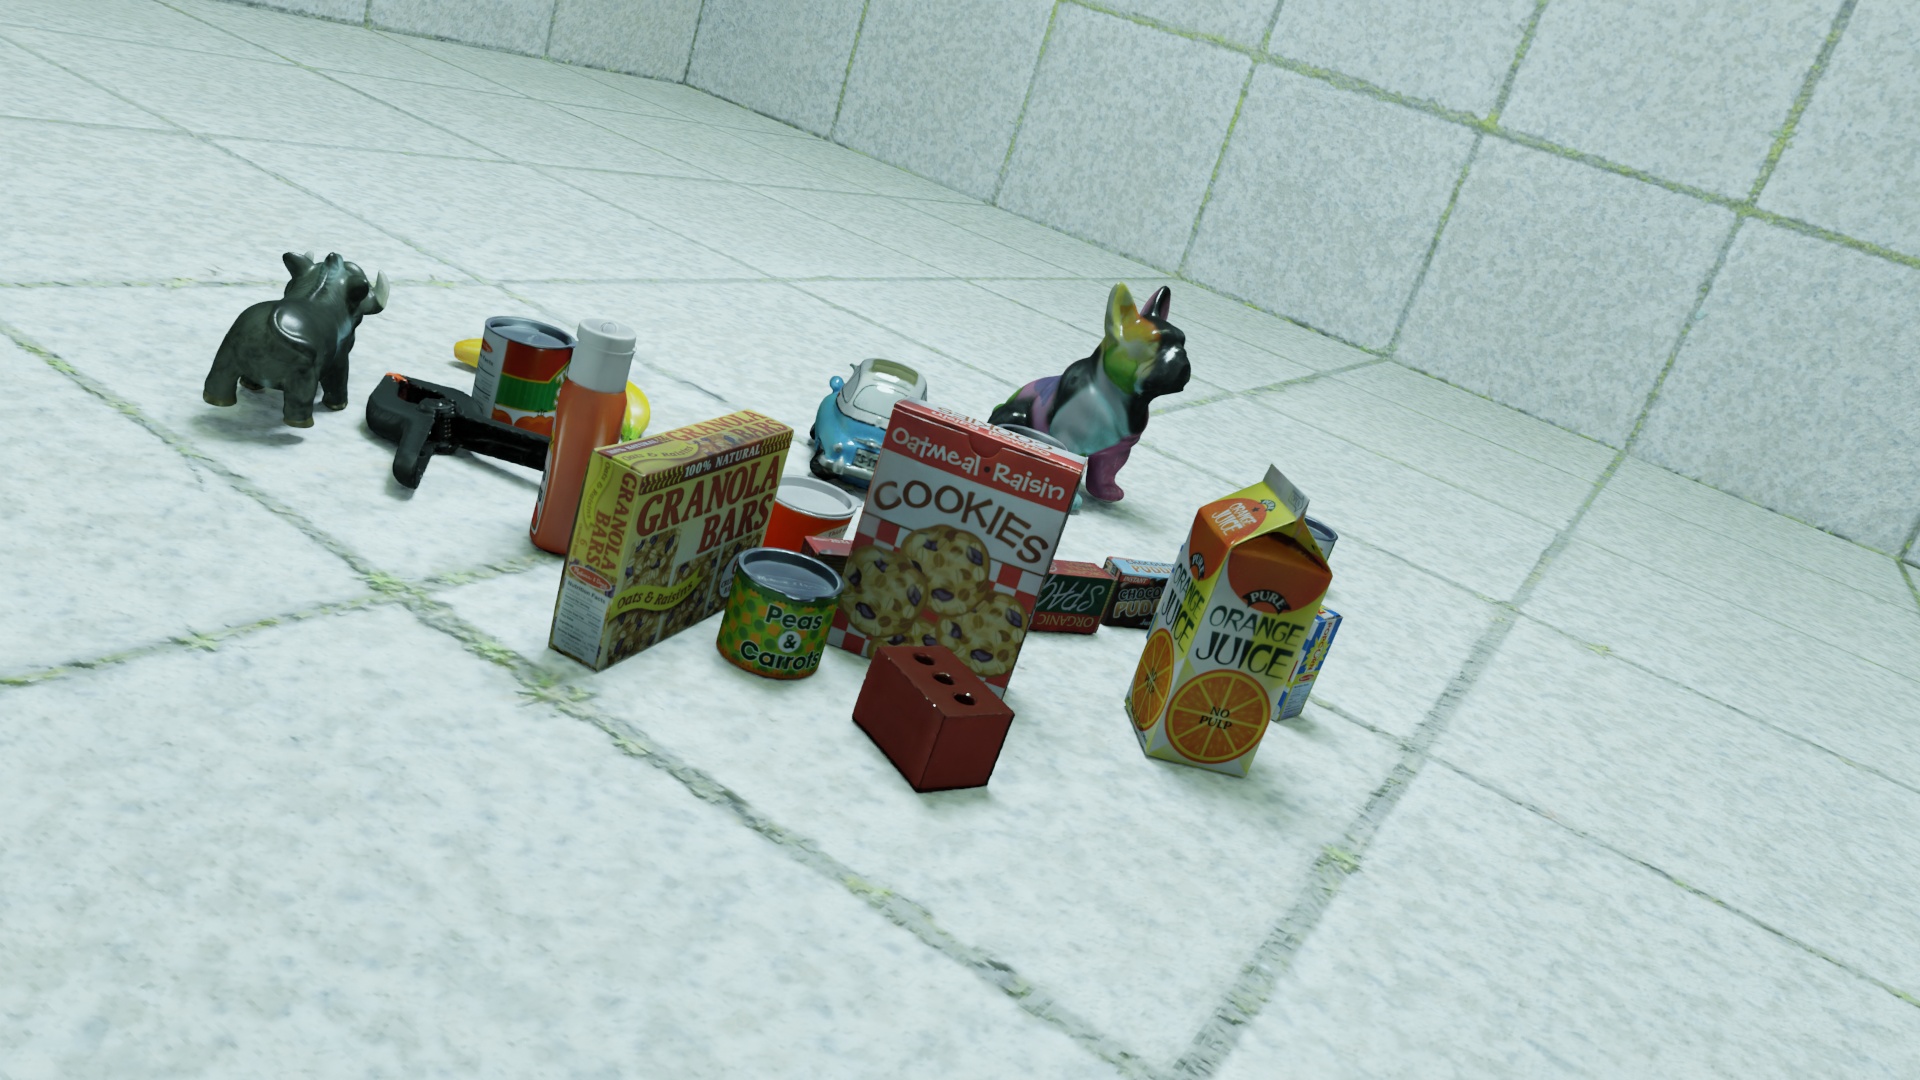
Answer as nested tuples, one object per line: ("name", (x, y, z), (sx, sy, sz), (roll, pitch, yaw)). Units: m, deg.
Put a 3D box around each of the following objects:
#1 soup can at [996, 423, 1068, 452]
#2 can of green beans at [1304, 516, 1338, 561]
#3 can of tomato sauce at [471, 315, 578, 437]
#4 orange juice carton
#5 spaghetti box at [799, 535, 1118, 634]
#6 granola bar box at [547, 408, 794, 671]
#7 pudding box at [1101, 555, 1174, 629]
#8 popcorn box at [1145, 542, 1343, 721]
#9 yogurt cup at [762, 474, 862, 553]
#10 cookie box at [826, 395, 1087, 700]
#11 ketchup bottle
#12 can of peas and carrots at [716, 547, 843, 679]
("soup can", (0.047, -0.049, 1.195), (0.071, 0.083, 0.071), (16, 20, -6))
("can of green beans", (0.314, 0.011, 1.309), (0.071, 0.057, 0.071), (16, 20, -6))
("can of tomato sauce", (-0.331, -0.119, 1.051), (0.071, 0.082, 0.071), (16, 20, -6))
("orange juice carton", (0.176, 0.048, 0.892), (0.073, 0.192, 0.072), (14, 20, -12))
("spaghetti box", (0.000, 0.034, 0.984), (0.250, 0.050, 0.029), (6, 23, -32))
("granola bar box", (-0.170, -0.006, 0.832), (0.039, 0.123, 0.166), (24, 20, 16))
("pudding box", (0.147, 0.042, 1.092), (0.084, 0.049, 0.030), (7, 22, -28))
("popcorn box", (0.208, 0.065, 1.033), (0.127, 0.085, 0.038), (33, 24, 35))
("yogurt cup", (-0.113, -0.010, 0.996), (0.072, 0.053, 0.072), (16, 20, -6))
("cookie box", (-0.005, 0.007, 0.880), (0.123, 0.166, 0.040), (20, 19, 4))
("ketchup bottle", (-0.242, -0.068, 0.896), (0.043, 0.148, 0.065), (13, 20, -14))
("can of peas and carrots", (-0.110, 0.045, 0.846), (0.071, 0.058, 0.071), (16, 20, -6))
